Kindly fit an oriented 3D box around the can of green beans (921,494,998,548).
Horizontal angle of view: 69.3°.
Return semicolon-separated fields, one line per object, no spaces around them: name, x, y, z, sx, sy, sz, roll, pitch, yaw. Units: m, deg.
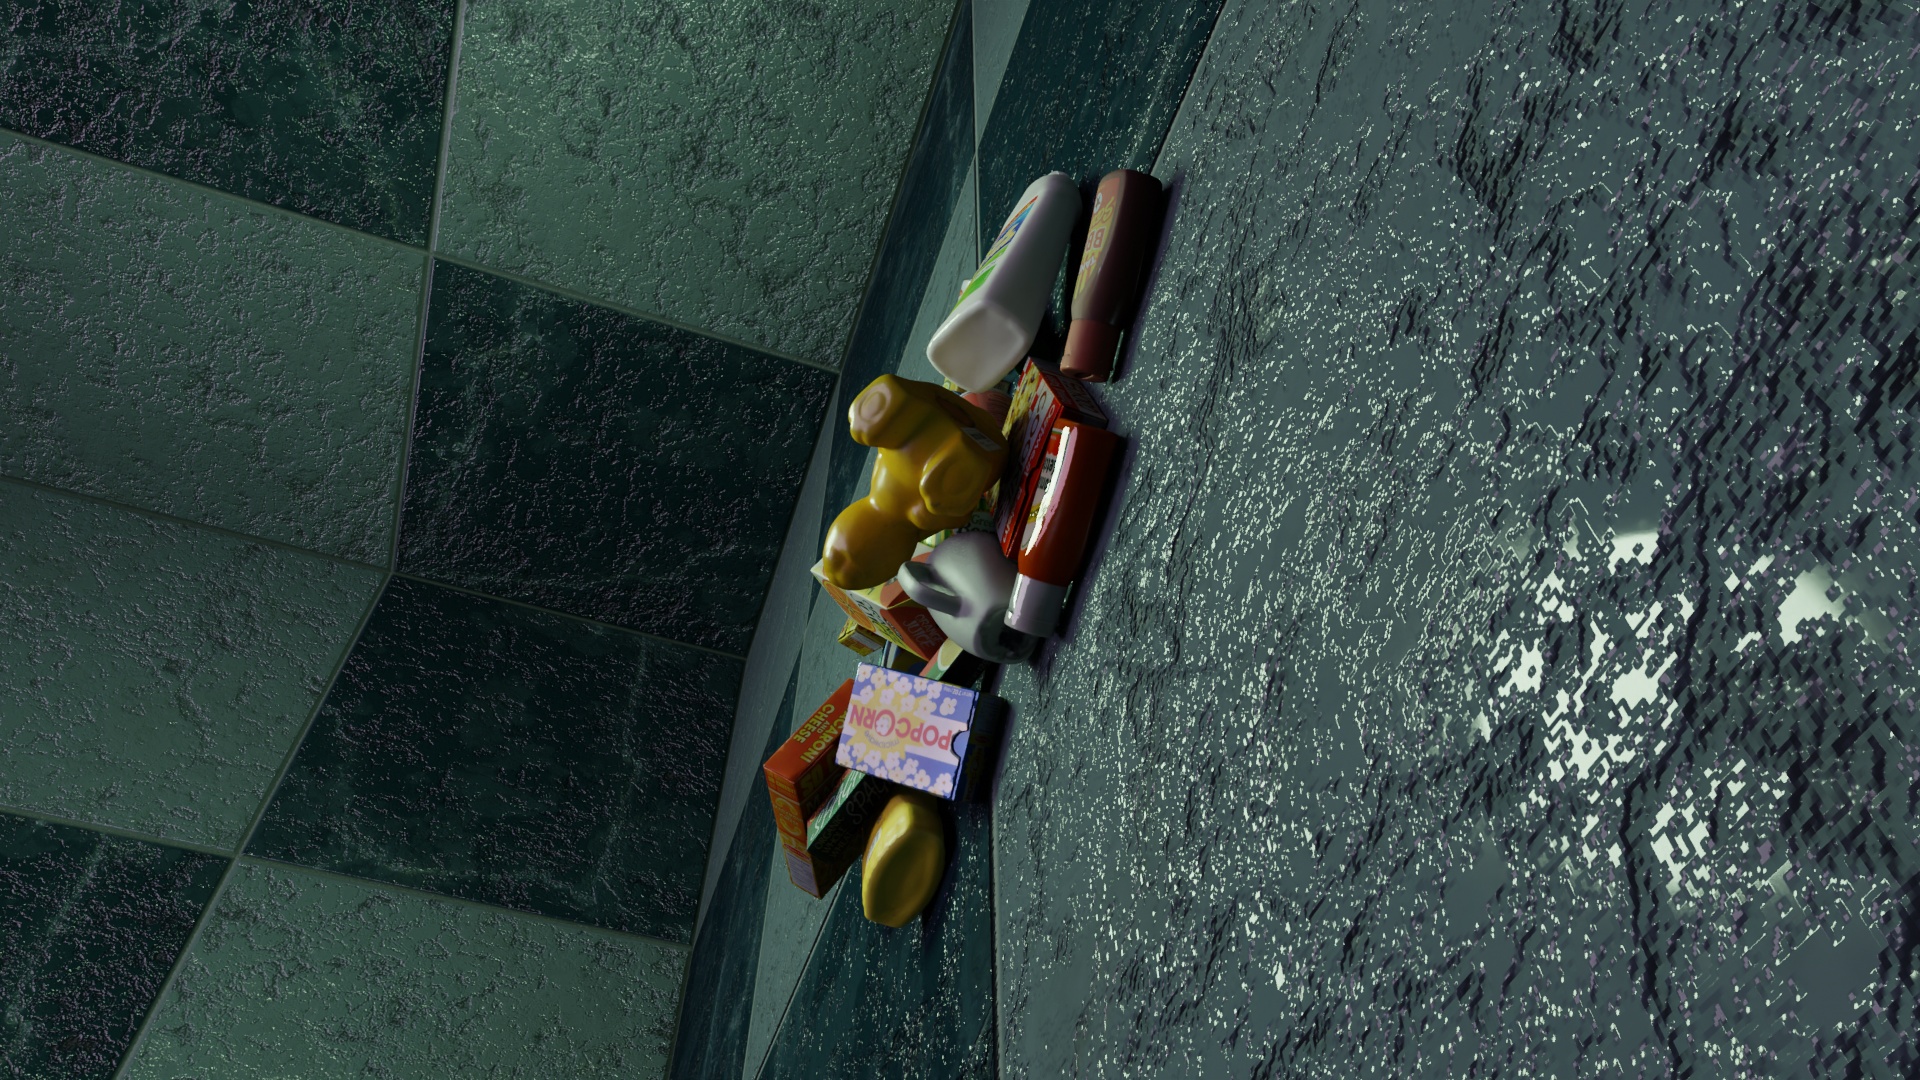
can of green beans;0.003;-0.016;1.234;0.071;0.071;0.057;-139;64;-78

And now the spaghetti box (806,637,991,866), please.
spaghetti box;-0.048;0.162;1.150;0.249;0.028;0.050;-53;16;12

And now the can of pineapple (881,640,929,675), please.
can of pineapple;-0.037;0.106;1.290;0.071;0.058;0.071;-163;88;-79

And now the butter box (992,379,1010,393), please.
butter box;0.020;-0.111;1.387;0.053;0.024;0.103;-160;85;-78

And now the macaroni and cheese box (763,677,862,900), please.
macaroni and cheese box;-0.112;0.225;1.258;0.124;0.040;0.165;-45;-36;-37

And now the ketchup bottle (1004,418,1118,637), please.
ketchup bottle;0.068;-0.008;0.960;0.065;0.043;0.148;-142;67;-78

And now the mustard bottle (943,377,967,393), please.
mustard bottle;0.004;-0.153;1.457;0.065;0.049;0.160;142;141;-70

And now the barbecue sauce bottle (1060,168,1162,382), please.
barbecue sauce bottle;0.108;-0.190;1.010;0.065;0.044;0.148;173;111;-77

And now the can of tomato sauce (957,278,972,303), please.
can of tomato sauce;0.026;-0.214;1.399;0.071;0.071;0.083;-152;77;-79

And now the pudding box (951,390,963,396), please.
pudding box;0.011;-0.110;1.335;0.084;0.030;0.049;34;107;54

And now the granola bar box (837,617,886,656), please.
granola bar box;-0.073;0.040;1.511;0.166;0.039;0.124;-63;7;-15

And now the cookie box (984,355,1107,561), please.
cookie box;0.060;-0.065;1.080;0.168;0.040;0.122;-105;33;-70

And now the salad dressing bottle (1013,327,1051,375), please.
salad dressing bottle;0.049;-0.192;1.273;0.148;0.064;0.043;-112;26;-59

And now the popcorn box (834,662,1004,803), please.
popcorn box;-0.034;0.149;1.084;0.126;0.038;0.085;9;81;39

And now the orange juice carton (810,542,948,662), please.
orange juice carton;-0.048;0.046;1.229;0.073;0.071;0.193;-46;31;-15

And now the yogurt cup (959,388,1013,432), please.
yogurt cup;0.023;-0.096;1.254;0.054;0.072;0.072;-101;27;-49

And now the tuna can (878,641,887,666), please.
tuna can;-0.065;0.128;1.461;0.071;0.033;0.071;-163;88;-79
